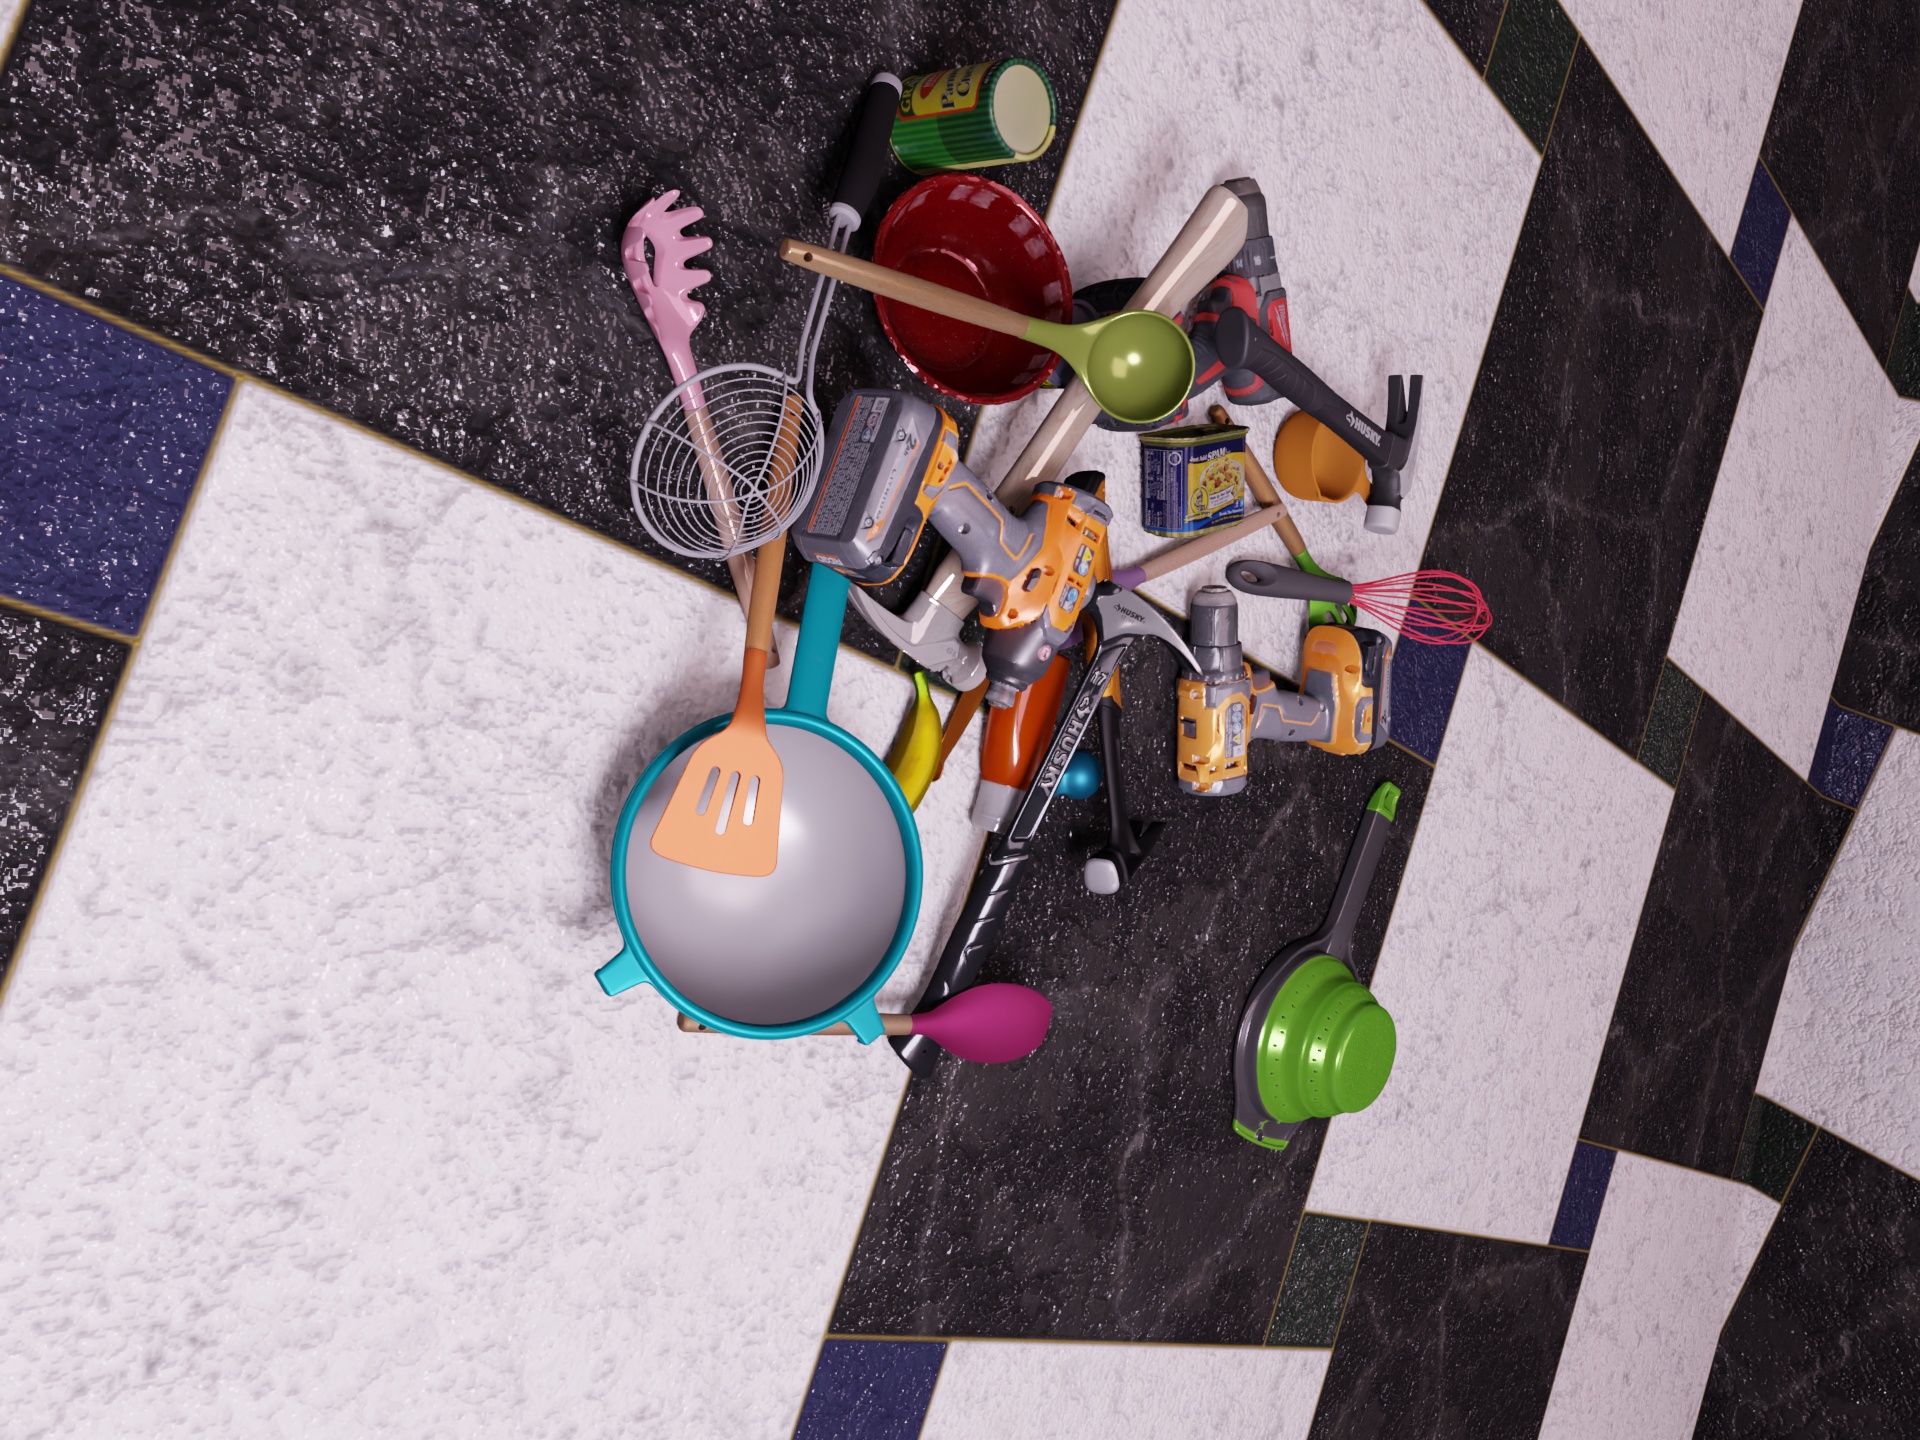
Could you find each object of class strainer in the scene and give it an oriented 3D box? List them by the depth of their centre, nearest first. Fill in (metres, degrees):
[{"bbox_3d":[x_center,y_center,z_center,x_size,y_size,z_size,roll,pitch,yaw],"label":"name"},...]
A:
[{"bbox_3d":[-0.127,0.041,1.065,0.210,0.095,0.340,16,74,-25],"label":"strainer"}]

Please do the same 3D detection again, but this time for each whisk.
[{"bbox_3d":[0.376,-0.117,1.489,0.295,0.073,0.073,6,95,-23],"label":"whisk"}]

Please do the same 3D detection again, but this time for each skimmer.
[{"bbox_3d":[-0.112,-0.272,1.023,0.127,0.090,0.363,42,52,-47],"label":"skimmer"}]

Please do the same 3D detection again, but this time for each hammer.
[{"bbox_3d":[0.072,-0.221,1.162,0.146,0.038,0.410,35,90,-42],"label":"hammer"},{"bbox_3d":[0.049,0.089,1.223,0.149,0.036,0.409,23,95,-29],"label":"hammer"},{"bbox_3d":[0.120,-0.036,1.291,0.127,0.034,0.336,-38,125,-58],"label":"hammer"},{"bbox_3d":[0.314,-0.278,1.370,0.334,0.035,0.146,18,83,-49],"label":"hammer"}]

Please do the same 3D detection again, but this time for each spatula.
[{"bbox_3d":[-0.131,-0.063,1.018,0.081,0.041,0.323,14,68,-21],"label":"spatula"},{"bbox_3d":[0.171,-0.130,1.354,0.316,0.018,0.059,-27,121,-32],"label":"spatula"}]

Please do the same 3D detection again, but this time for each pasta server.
[{"bbox_3d":[-0.158,-0.176,1.023,0.060,0.040,0.316,-41,126,-45],"label":"pasta server"}]

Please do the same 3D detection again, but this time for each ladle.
[{"bbox_3d":[0.026,-0.263,1.045,0.320,0.062,0.078,8,111,-37],"label":"ladle"}]

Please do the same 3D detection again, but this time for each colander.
[{"bbox_3d":[0.402,0.254,1.612,0.204,0.094,0.397,31,77,-43],"label":"colander"}]

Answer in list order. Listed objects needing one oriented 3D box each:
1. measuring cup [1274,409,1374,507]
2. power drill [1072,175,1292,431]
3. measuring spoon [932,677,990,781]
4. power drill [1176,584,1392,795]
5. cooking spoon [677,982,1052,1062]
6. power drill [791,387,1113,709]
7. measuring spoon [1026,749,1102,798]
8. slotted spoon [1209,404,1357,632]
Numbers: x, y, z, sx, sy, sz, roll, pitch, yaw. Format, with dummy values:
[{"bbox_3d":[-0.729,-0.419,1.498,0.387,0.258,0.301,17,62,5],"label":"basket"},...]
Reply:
[{"bbox_3d":[0.353,-0.228,1.495,0.173,0.052,0.095,36,73,-44],"label":"measuring cup"},{"bbox_3d":[0.192,-0.338,1.301,0.226,0.080,0.187,-25,113,-41],"label":"power drill"},{"bbox_3d":[-0.002,-0.004,1.231,0.021,0.011,0.117,43,65,-39],"label":"measuring spoon"},{"bbox_3d":[0.289,-0.040,1.446,0.226,0.084,0.185,-11,106,-32],"label":"power drill"},{"bbox_3d":[-0.060,0.225,1.176,0.318,0.017,0.068,8,104,-33],"label":"cooking spoon"},{"bbox_3d":[-0.001,-0.111,1.075,0.226,0.084,0.164,24,84,-42],"label":"power drill"},{"bbox_3d":[0.075,0.061,1.307,0.128,0.021,0.042,-25,115,-39],"label":"measuring spoon"},{"bbox_3d":[0.302,-0.174,1.475,0.070,0.031,0.313,-51,128,-14],"label":"slotted spoon"}]
